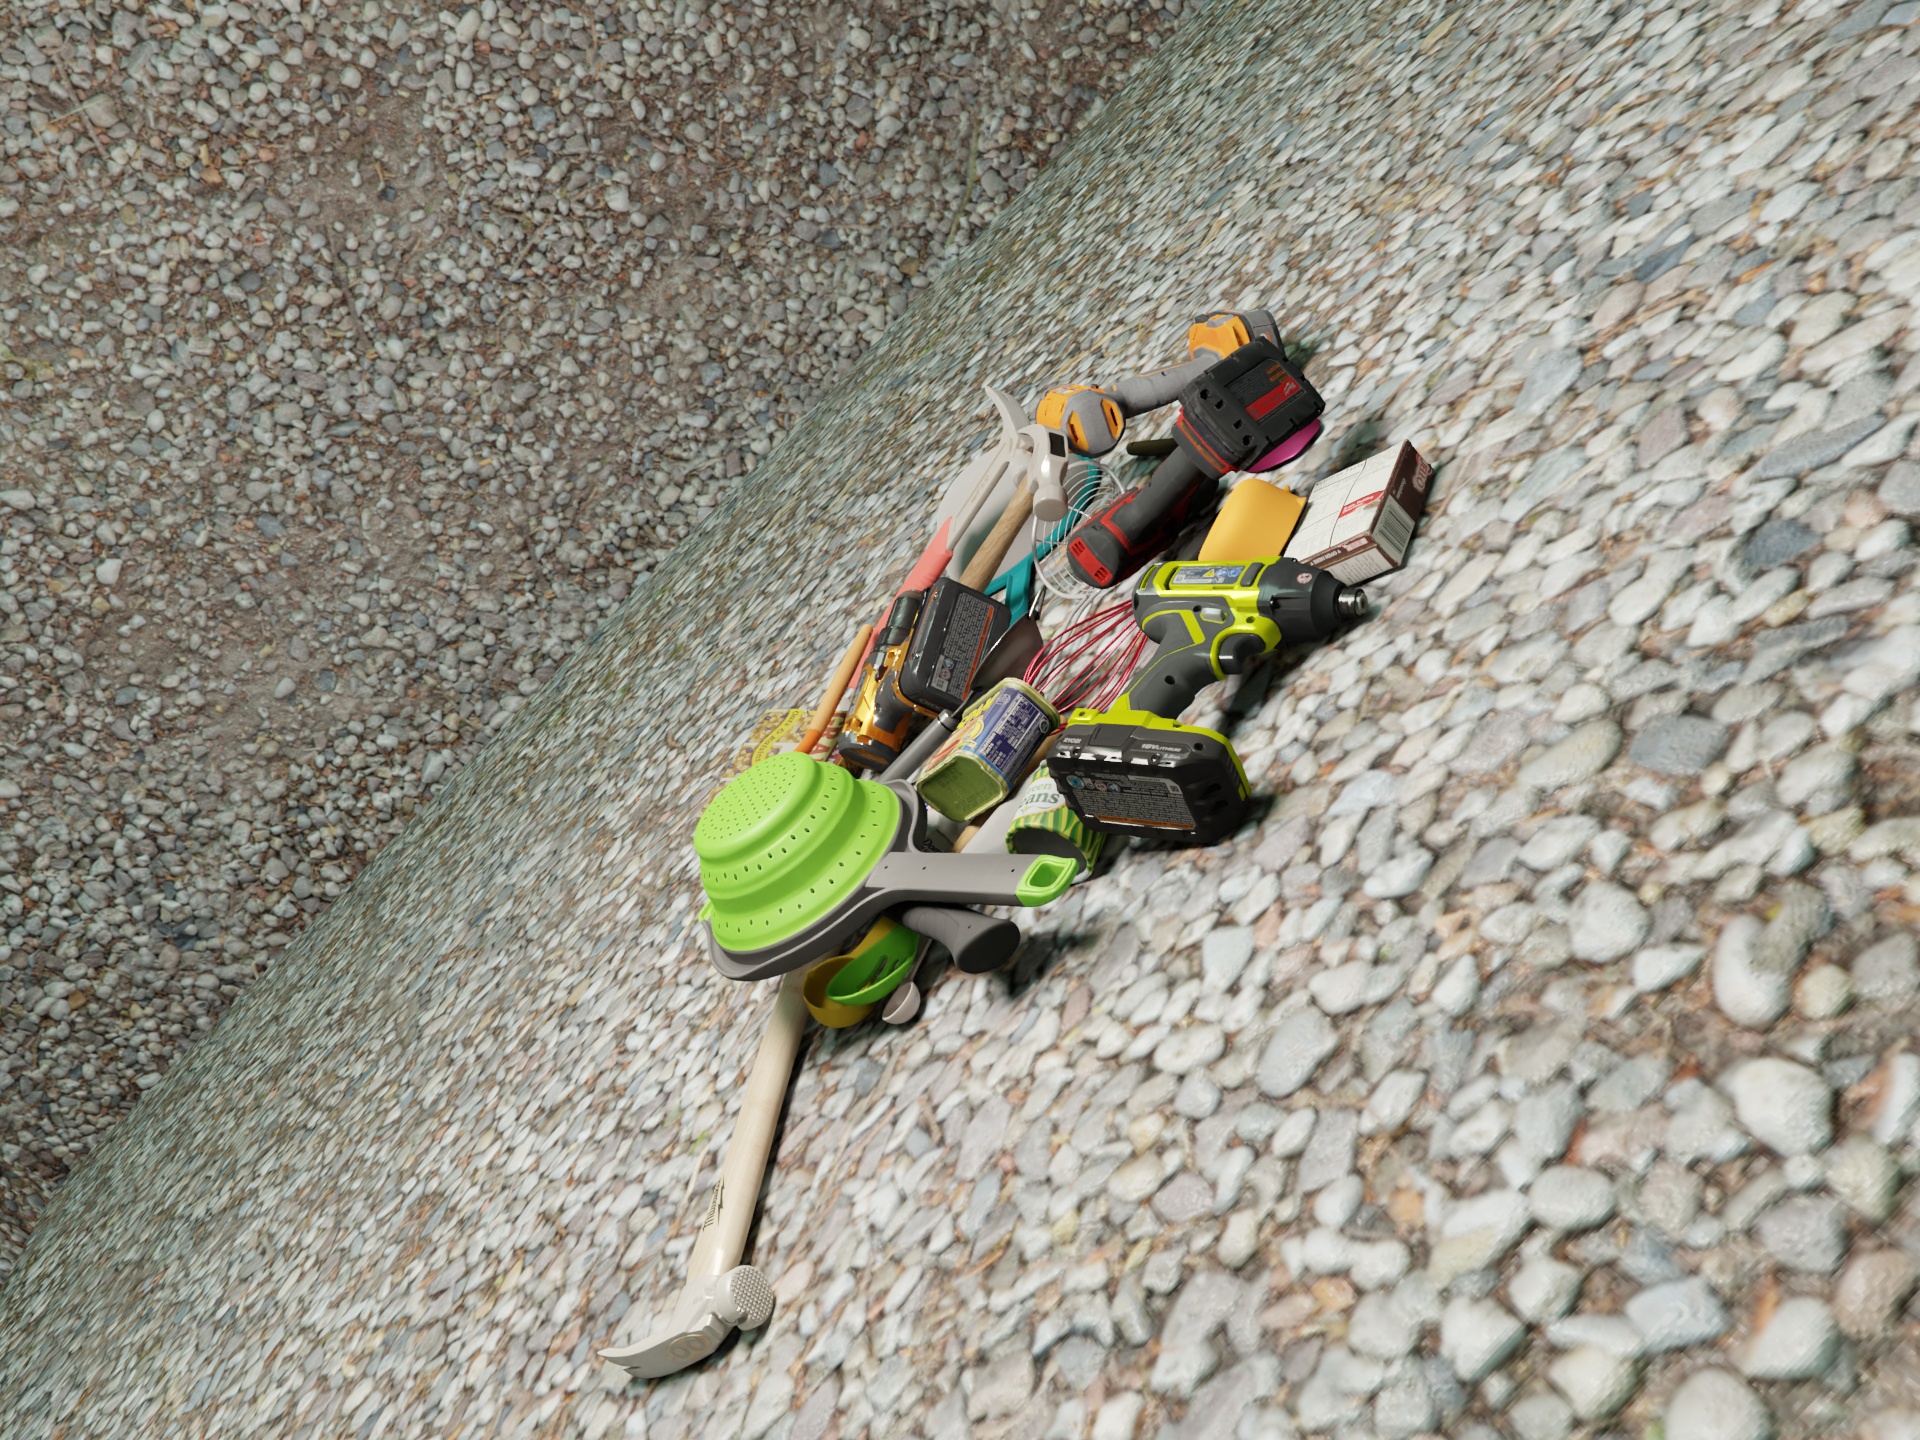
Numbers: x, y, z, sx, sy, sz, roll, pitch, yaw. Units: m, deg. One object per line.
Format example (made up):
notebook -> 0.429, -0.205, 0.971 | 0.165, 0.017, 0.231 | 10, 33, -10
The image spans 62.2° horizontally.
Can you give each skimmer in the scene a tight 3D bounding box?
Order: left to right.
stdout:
skimmer -> 0.065, -0.082, 1.394 | 0.127, 0.090, 0.363 | -23, 30, 46

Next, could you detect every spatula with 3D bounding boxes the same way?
spatula -> -0.127, -0.001, 1.553 | 0.041, 0.081, 0.323 | -7, 34, 22

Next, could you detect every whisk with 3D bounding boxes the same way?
whisk -> 0.153, -0.093, 1.295 | 0.296, 0.073, 0.073 | -44, 20, -12

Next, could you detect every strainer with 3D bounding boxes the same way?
strainer -> -0.002, -0.004, 1.328 | 0.258, 0.050, 0.087 | -46, -11, 14
strainer -> 0.038, -0.202, 1.661 | 0.211, 0.095, 0.341 | -37, 21, 22

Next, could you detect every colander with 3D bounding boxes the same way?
colander -> -0.079, 0.086, 1.143 | 0.397, 0.094, 0.204 | -5, 39, 49

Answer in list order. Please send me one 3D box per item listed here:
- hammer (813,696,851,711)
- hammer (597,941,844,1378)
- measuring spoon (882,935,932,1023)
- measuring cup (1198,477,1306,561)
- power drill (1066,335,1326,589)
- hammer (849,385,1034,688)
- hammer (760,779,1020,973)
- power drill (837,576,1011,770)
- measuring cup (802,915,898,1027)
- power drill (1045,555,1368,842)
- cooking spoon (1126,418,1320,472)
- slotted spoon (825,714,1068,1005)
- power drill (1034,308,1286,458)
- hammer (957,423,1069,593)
hammer -> -0.189, 0.106, 1.609 | 0.127, 0.034, 0.337 | -33, 24, 29
hammer -> -0.156, 0.294, 1.198 | 0.146, 0.038, 0.411 | -35, 23, 29
measuring spoon -> -0.028, 0.184, 1.194 | 0.034, 0.018, 0.124 | -42, 12, 35
measuring cup -> 0.229, -0.161, 1.252 | 0.095, 0.052, 0.174 | -63, 0, 32
power drill -> 0.199, -0.212, 1.316 | 0.188, 0.080, 0.226 | -37, -6, -39
hammer -> -0.030, -0.169, 1.650 | 0.359, 0.036, 0.149 | -54, 35, 32
hammer -> -0.055, 0.126, 1.197 | 0.146, 0.035, 0.335 | -44, 26, -18
power drill -> -0.035, -0.062, 1.483 | 0.226, 0.084, 0.185 | -31, 39, 62
measuring cup -> -0.063, 0.182, 1.246 | 0.062, 0.029, 0.156 | 11, 40, 35
power drill -> 0.169, -0.026, 1.091 | 0.171, 0.080, 0.223 | 3, 47, 38
cooking spoon -> 0.236, -0.260, 1.499 | 0.069, 0.017, 0.319 | -49, 21, -9
slotted spoon -> 0.001, 0.106, 1.236 | 0.070, 0.031, 0.314 | -7, 37, 52
power drill -> 0.180, -0.319, 1.520 | 0.226, 0.084, 0.164 | -23, 18, -6
hammer -> 0.027, -0.157, 1.517 | 0.331, 0.031, 0.130 | 125, 154, -51
